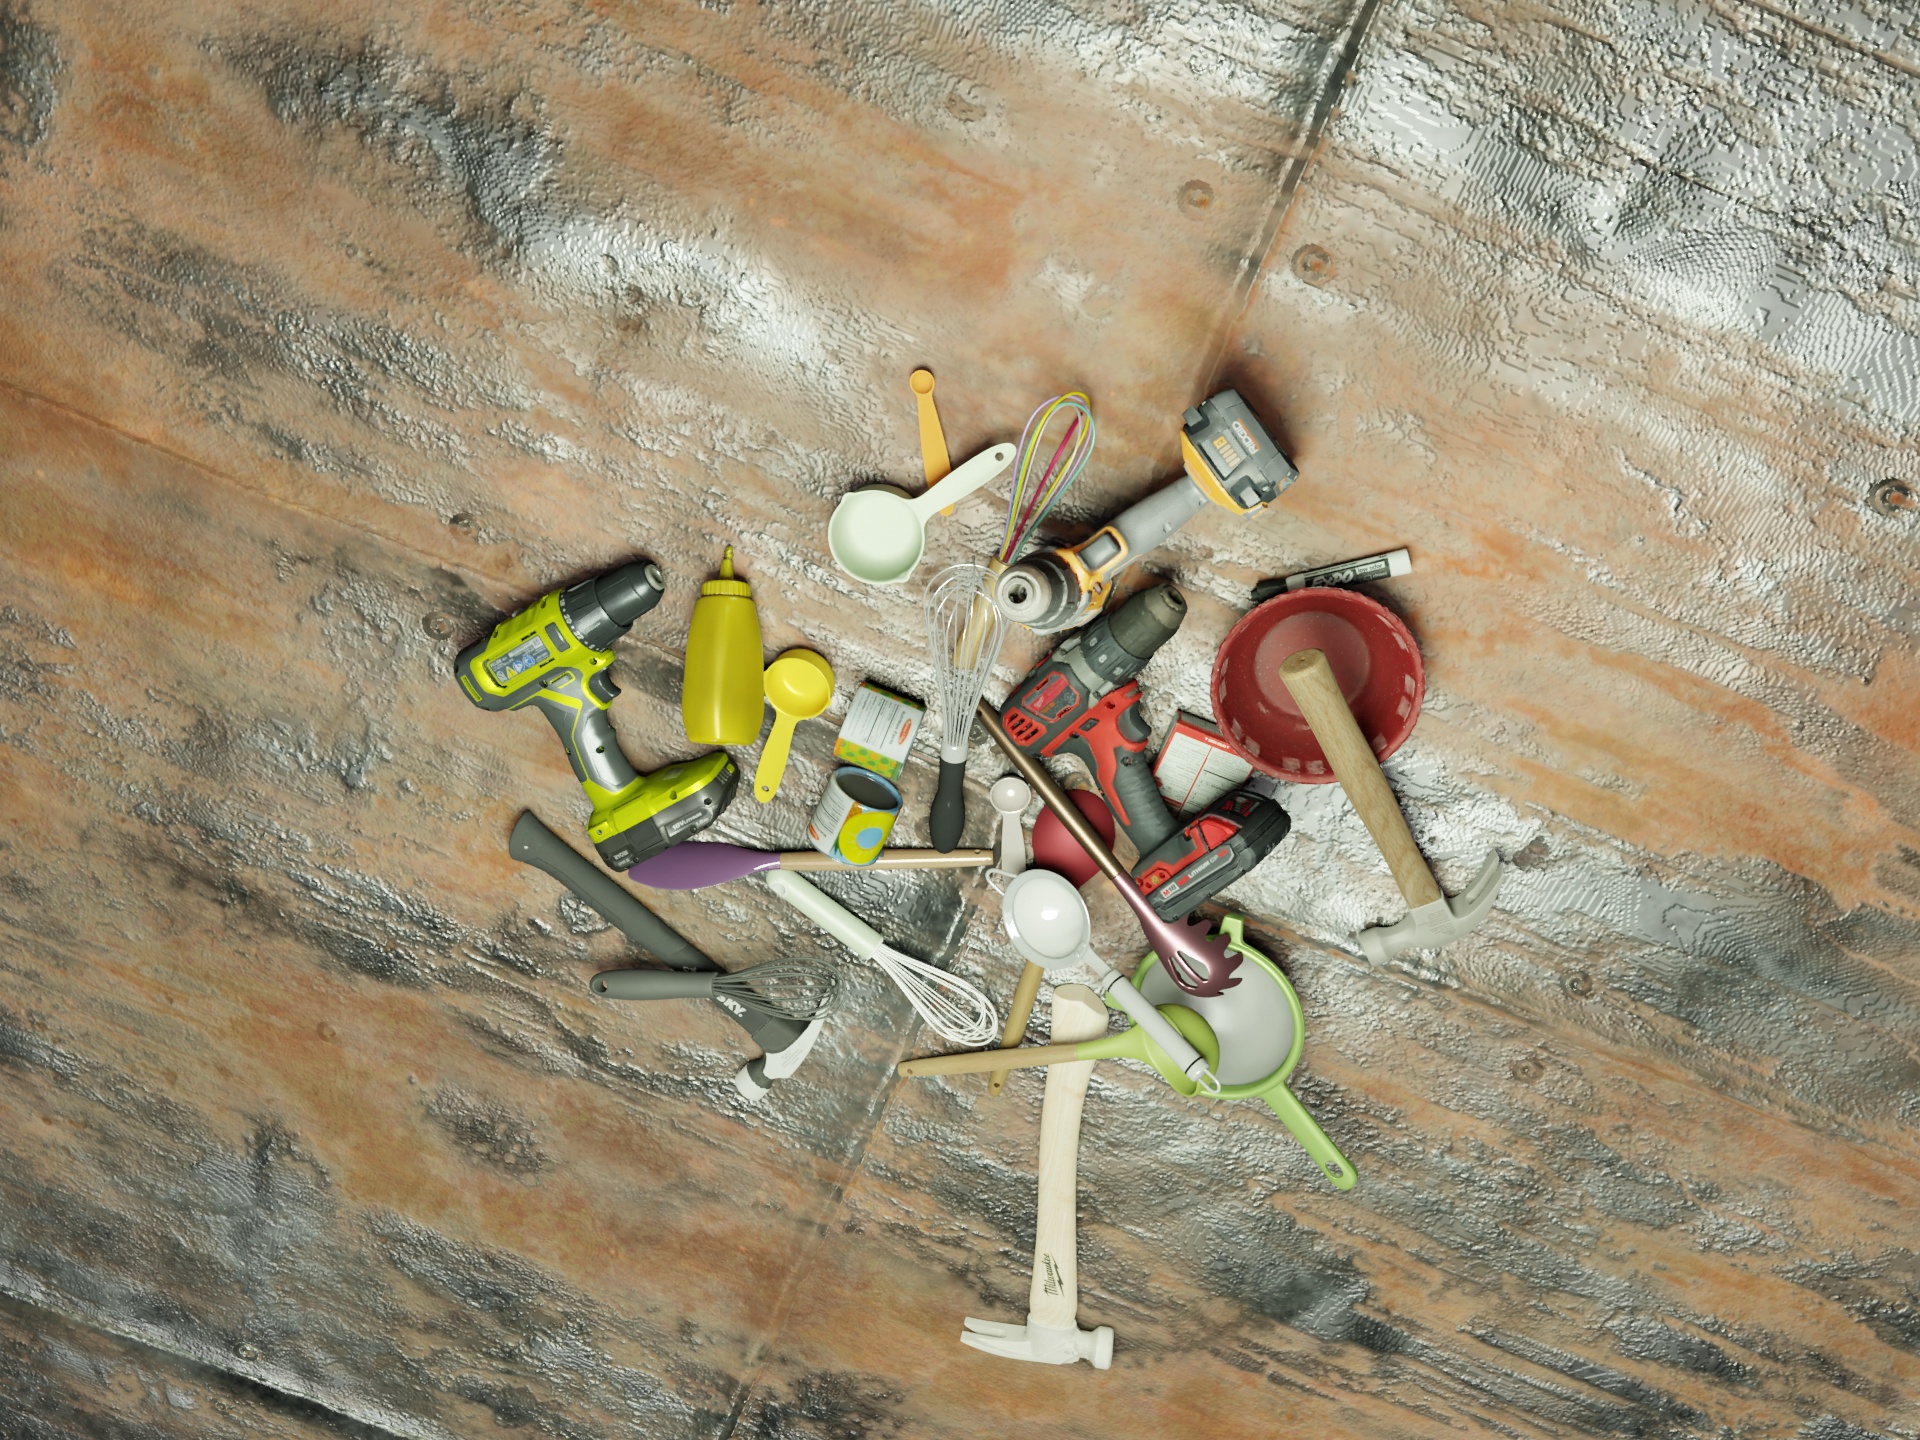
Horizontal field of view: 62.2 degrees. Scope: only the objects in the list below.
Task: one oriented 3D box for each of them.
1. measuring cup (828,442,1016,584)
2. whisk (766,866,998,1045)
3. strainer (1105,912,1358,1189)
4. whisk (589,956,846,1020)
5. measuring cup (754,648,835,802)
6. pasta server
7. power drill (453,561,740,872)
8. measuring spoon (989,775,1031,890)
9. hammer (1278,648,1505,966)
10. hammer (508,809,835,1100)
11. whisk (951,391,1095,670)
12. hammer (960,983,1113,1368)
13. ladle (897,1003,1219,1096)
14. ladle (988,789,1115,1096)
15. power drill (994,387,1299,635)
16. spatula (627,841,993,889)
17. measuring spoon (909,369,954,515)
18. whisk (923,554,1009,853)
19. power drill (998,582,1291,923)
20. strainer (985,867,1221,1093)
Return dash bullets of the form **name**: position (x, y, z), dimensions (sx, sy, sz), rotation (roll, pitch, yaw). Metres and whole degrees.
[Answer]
- **measuring cup**: position (-0.026, -0.170, 1.233), dimensions (0.167, 0.038, 0.083), rotation (-31, 105, 17)
- **whisk**: position (-0.068, 0.203, 1.390), dimensions (0.246, 0.059, 0.057), rotation (37, 133, -2)
- **strainer**: position (0.255, 0.280, 1.344), dimensions (0.151, 0.069, 0.256), rotation (-39, 90, 30)
- **whisk**: position (-0.214, 0.234, 1.387), dimensions (0.239, 0.055, 0.055), rotation (-1, 112, 15)
- **measuring cup**: position (-0.146, 0.005, 1.335), dimensions (0.062, 0.029, 0.156), rotation (23, 126, 1)
- **pasta server**: position (0.113, 0.102, 1.293), dimensions (0.060, 0.040, 0.316), rotation (-43, 83, 30)
- **power drill**: position (-0.283, -0.007, 1.318), dimensions (0.190, 0.080, 0.228), rotation (-27, 104, 17)
- **measuring spoon**: position (0.044, 0.098, 1.349), dimensions (0.034, 0.018, 0.124), rotation (-2, 119, 2)
- **hammer**: position (0.325, 0.067, 1.230), dimensions (0.130, 0.031, 0.331), rotation (-24, 126, 16)
- **hammer**: position (-0.263, 0.195, 1.420), dimensions (0.334, 0.035, 0.146), rotation (40, 113, -9)
- **whisk**: position (0.047, -0.143, 1.233), dimensions (0.051, 0.047, 0.244), rotation (28, 118, 9)
- **hammer**: position (0.080, 0.425, 1.465), dimensions (0.146, 0.038, 0.410), rotation (5, 113, 8)
- **ladle**: position (0.074, 0.291, 1.361), dimensions (0.320, 0.062, 0.078), rotation (-13, 97, 31)
- **ladle**: position (0.067, 0.202, 1.381), dimensions (0.069, 0.031, 0.315), rotation (16, 115, 1)
- **power drill**: position (0.125, -0.140, 1.144), dimensions (0.226, 0.185, 0.084), rotation (-36, 85, 17)
- **spatula**: position (-0.129, 0.122, 1.366), dimensions (0.316, 0.060, 0.018), rotation (-2, 129, 4)
- **measuring spoon**: position (-0.020, -0.214, 1.229), dimensions (0.021, 0.011, 0.116), rotation (-3, 116, 16)
- **whisk**: position (-0.002, -0.005, 1.270), dimensions (0.070, 0.070, 0.284), rotation (9, 126, 4)
- **power drill**: position (0.153, 0.021, 1.225), dimensions (0.227, 0.080, 0.188), rotation (52, 127, 6)
- **strainer**: position (0.119, 0.205, 1.287), dimensions (0.259, 0.050, 0.086), rotation (45, 125, 26)
